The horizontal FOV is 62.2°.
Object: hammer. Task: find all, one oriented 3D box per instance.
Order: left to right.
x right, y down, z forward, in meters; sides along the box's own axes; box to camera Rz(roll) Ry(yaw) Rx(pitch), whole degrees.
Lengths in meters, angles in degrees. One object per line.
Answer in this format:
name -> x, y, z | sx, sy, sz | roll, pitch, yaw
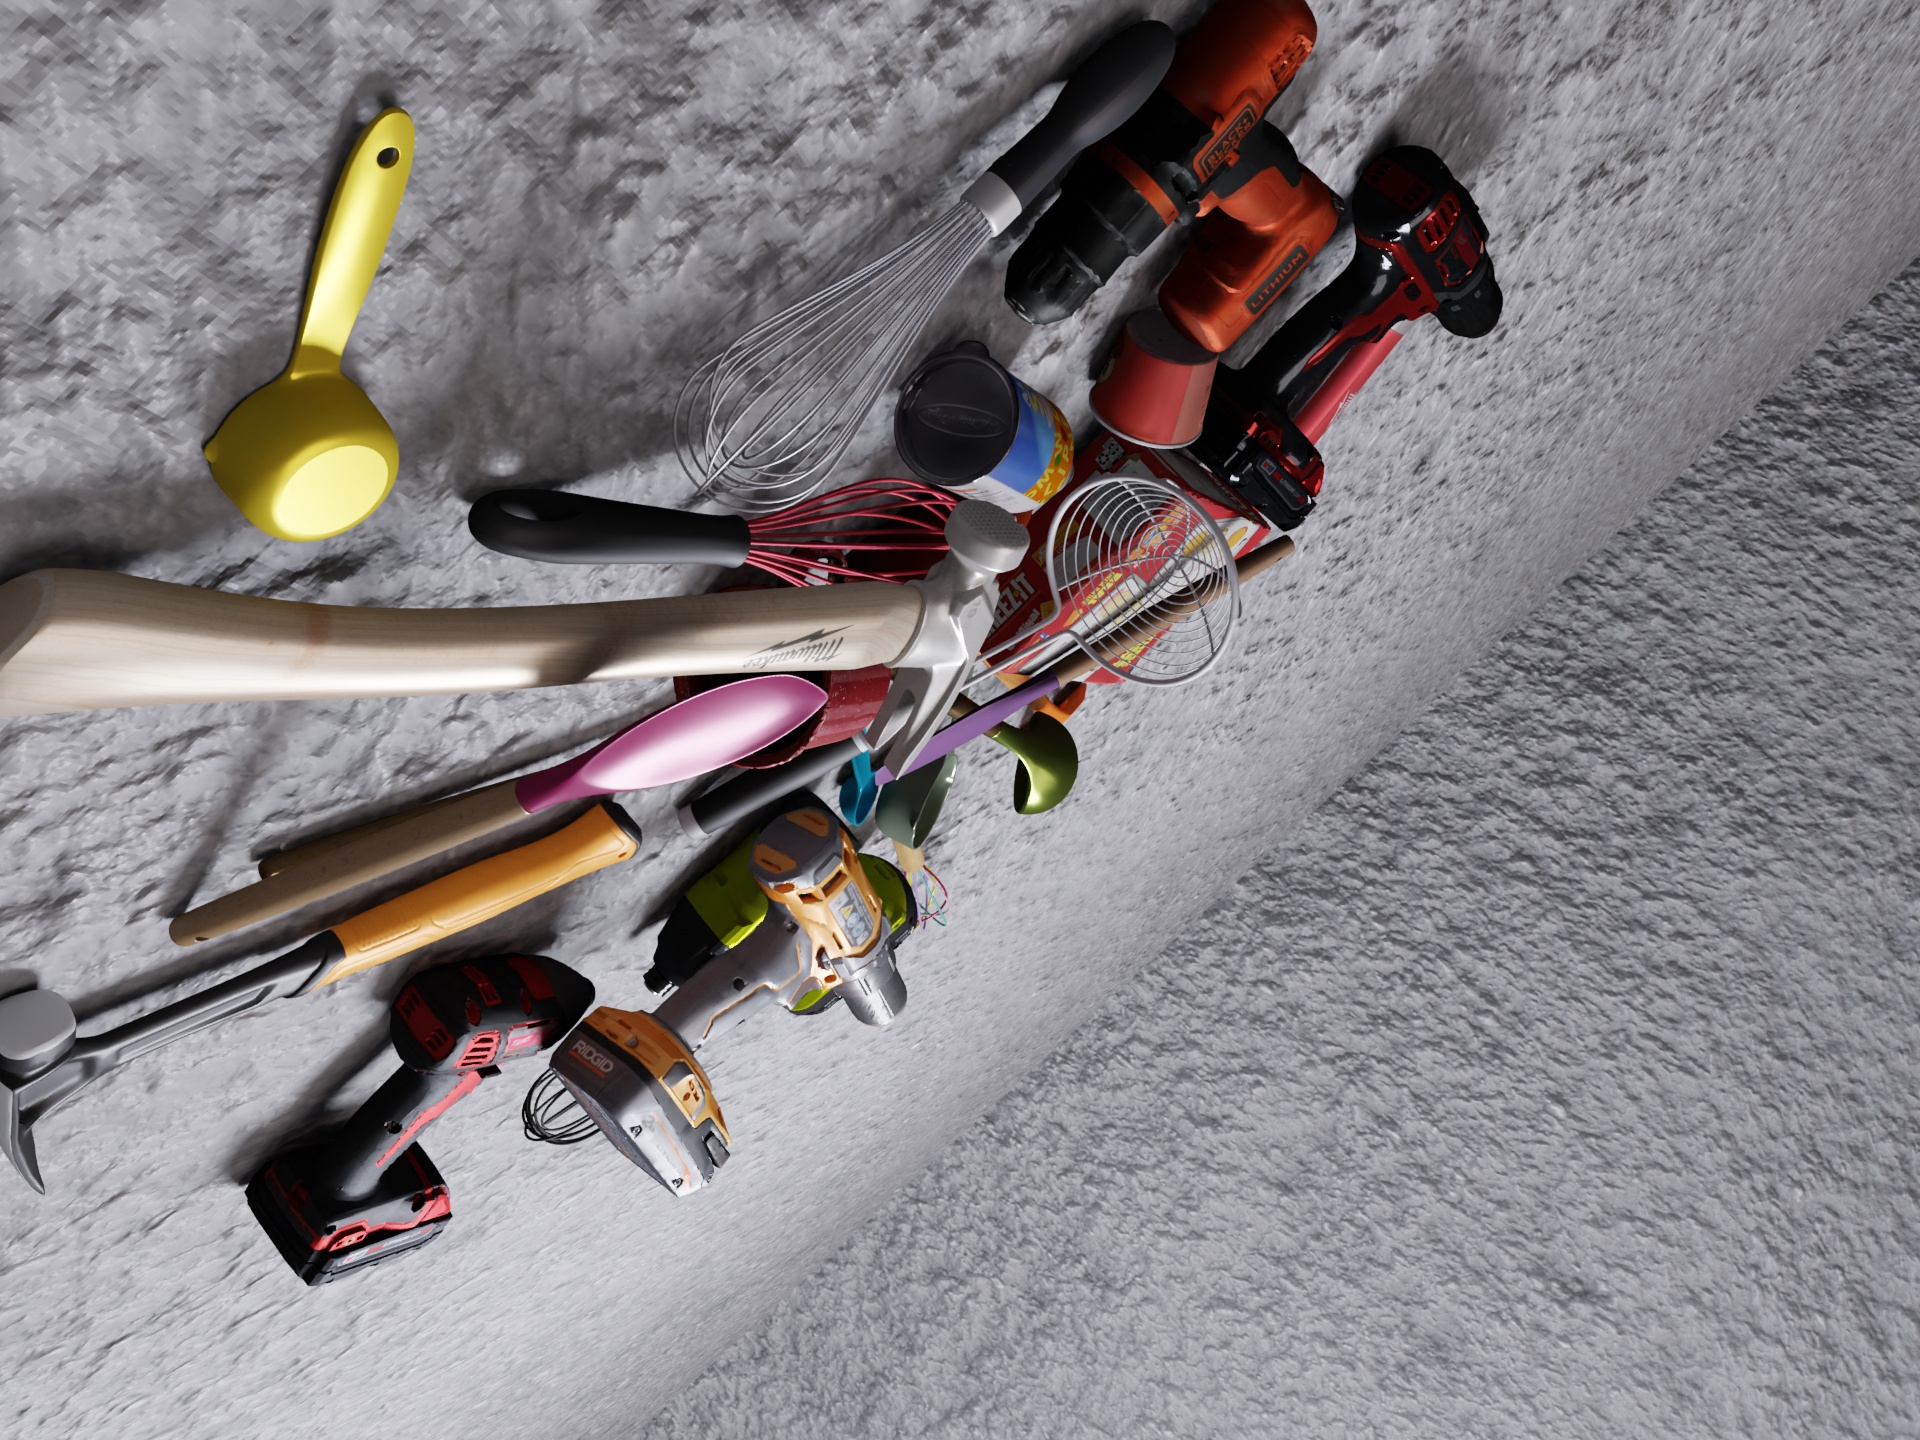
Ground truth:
hammer -> -0.303, 0.117, 0.795 | 0.337, 0.034, 0.127 | -25, 154, -43
hammer -> -0.154, -0.023, 0.631 | 0.410, 0.038, 0.146 | -5, 134, -40
hammer -> 0.234, -0.179, 1.218 | 0.386, 0.038, 0.143 | -52, 161, 27

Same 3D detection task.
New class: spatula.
spatula -> 0.045, -0.027, 1.187 | 0.081, 0.041, 0.322 | -44, 159, 2
spatula -> 0.081, -0.040, 1.022 | 0.316, 0.018, 0.059 | -30, 167, -9

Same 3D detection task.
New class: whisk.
whisk -> -0.183, 0.207, 1.058 | 0.239, 0.055, 0.055 | -29, 158, -23
whisk -> -0.088, -0.080, 0.720 | 0.295, 0.073, 0.073 | -2, 138, -47
whisk -> -0.040, 0.130, 1.348 | 0.047, 0.051, 0.244 | -33, 157, -11
whisk -> -0.010, -0.194, 0.666 | 0.284, 0.070, 0.070 | -46, 162, -5

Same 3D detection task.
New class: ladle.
ladle -> -0.204, 0.032, 0.815 | 0.315, 0.031, 0.069 | -19, 177, -45
ladle -> -0.002, -0.003, 1.074 | 0.319, 0.062, 0.078 | 31, 65, -56

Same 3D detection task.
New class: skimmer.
skimmer -> -0.012, -0.018, 0.920 | 0.363, 0.127, 0.090 | -28, -177, 7

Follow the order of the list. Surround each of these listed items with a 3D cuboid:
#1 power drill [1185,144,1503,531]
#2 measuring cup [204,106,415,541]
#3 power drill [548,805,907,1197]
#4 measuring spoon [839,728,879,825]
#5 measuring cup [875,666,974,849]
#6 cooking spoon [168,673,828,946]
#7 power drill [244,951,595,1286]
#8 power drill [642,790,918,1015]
power drill -> 0.252, -0.235, 1.023 | 0.226, 0.080, 0.187 | -49, 147, 12
measuring cup -> -0.192, -0.117, 0.500 | 0.062, 0.029, 0.156 | -20, 153, -48
power drill -> -0.129, 0.190, 1.013 | 0.226, 0.084, 0.185 | -46, 136, -25
measuring spoon -> -0.076, 0.028, 1.091 | 0.128, 0.021, 0.042 | 87, 26, -56
measuring cup -> -0.024, 0.014, 1.139 | 0.083, 0.038, 0.167 | -48, 157, -60
cooking spoon -> -0.200, 0.039, 0.653 | 0.319, 0.017, 0.068 | -21, 159, 16
power drill -> -0.316, 0.228, 0.960 | 0.219, 0.079, 0.143 | -51, 160, 15
power drill -> -0.127, 0.145, 1.157 | 0.171, 0.080, 0.223 | -43, 158, 0
